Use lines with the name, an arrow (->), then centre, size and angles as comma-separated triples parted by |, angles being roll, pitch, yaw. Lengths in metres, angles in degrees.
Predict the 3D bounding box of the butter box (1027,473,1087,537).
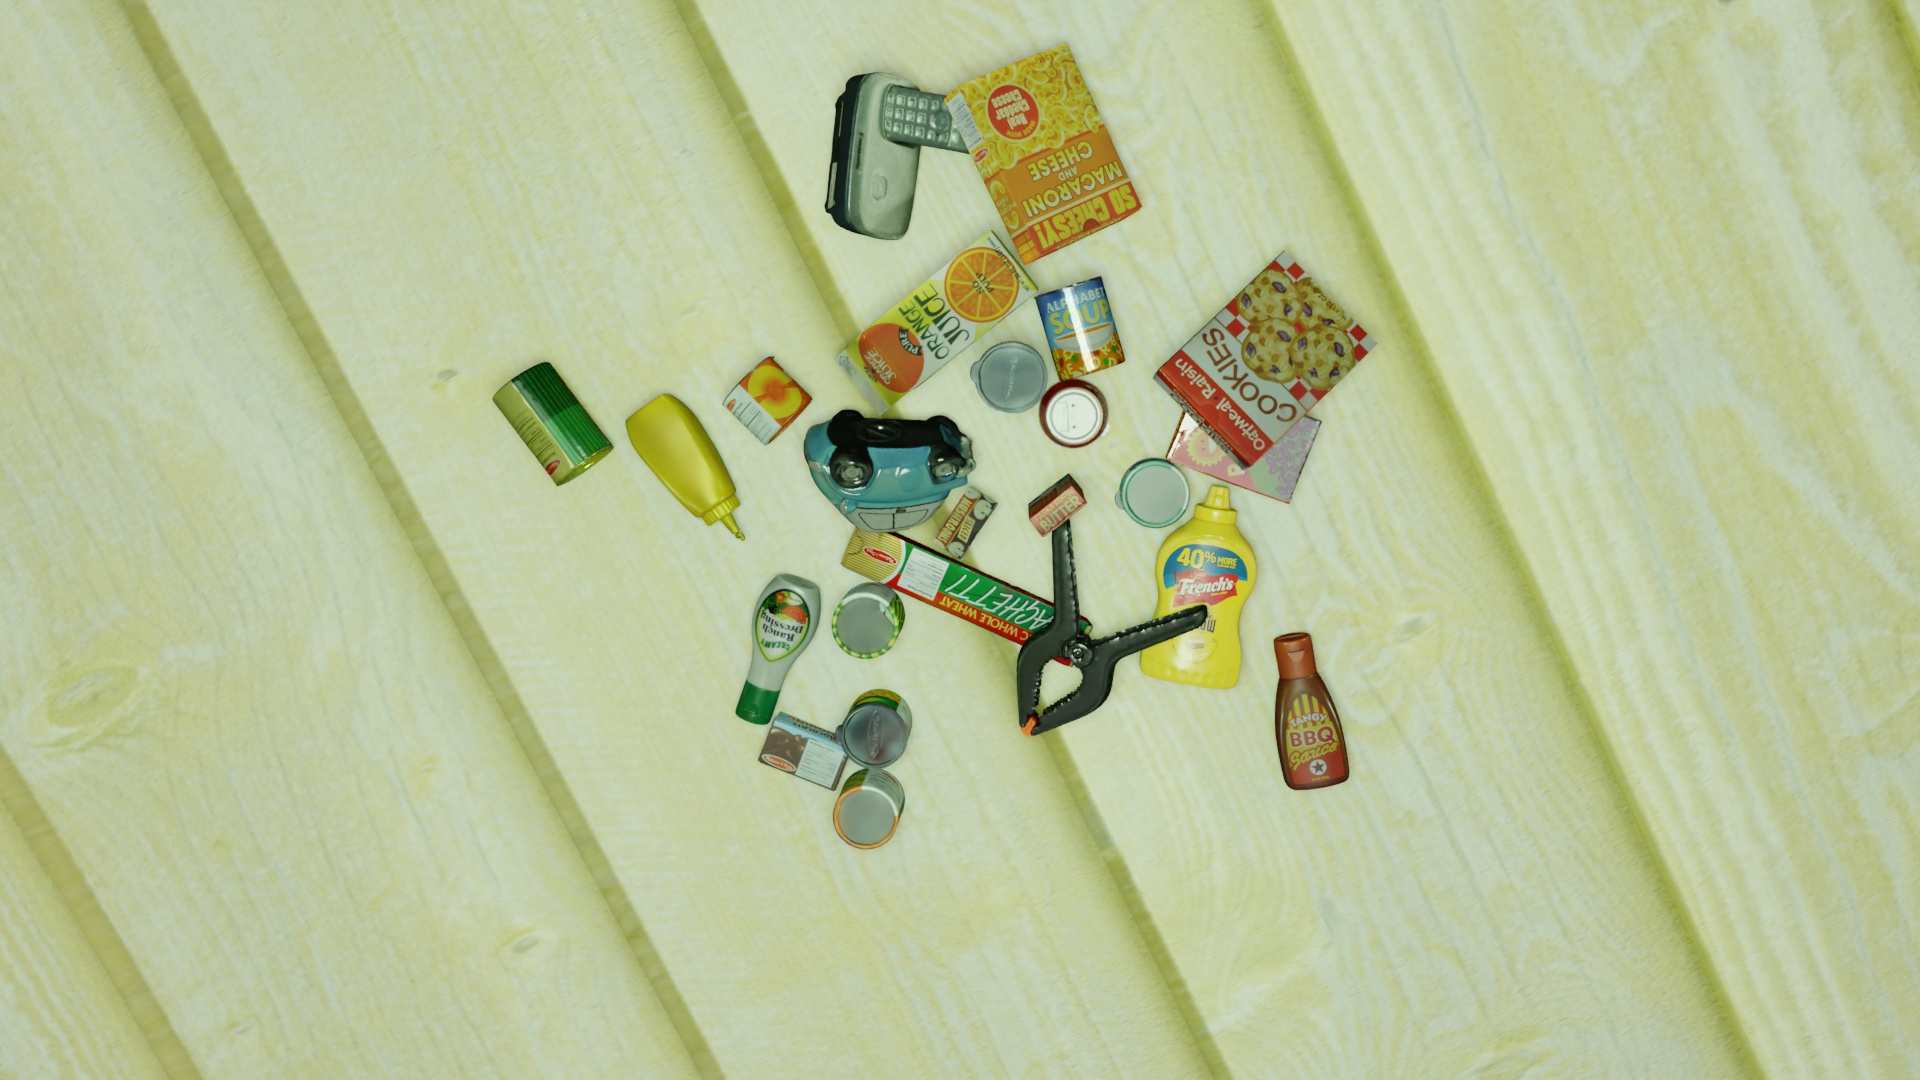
butter box -> 0.090, -0.034, 1.305 | 0.053, 0.103, 0.024 | -38, 95, 7

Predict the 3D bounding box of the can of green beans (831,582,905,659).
can of green beans -> -0.089, 0.078, 1.353 | 0.071, 0.058, 0.071 | 0, 98, 3

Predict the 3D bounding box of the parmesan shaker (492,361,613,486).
parmesan shaker -> -0.391, -0.114, 1.338 | 0.071, 0.071, 0.103 | -35, 94, 7

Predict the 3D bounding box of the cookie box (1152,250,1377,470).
cookie box -> 0.279, -0.165, 1.279 | 0.168, 0.040, 0.123 | -43, 85, -8

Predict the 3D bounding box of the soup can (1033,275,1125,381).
soup can -> 0.112, -0.198, 1.297 | 0.071, 0.071, 0.083 | -17, 97, 5

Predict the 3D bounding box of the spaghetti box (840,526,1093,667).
spaghetti box -> 0.006, 0.051, 1.359 | 0.250, 0.029, 0.050 | 24, 99, 0

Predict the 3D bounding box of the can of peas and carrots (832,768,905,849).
can of peas and carrots -> -0.092, 0.268, 1.379 | 0.071, 0.059, 0.071 | 0, 98, 4

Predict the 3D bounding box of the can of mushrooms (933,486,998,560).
can of mushrooms -> 0.005, -0.017, 1.329 | 0.033, 0.071, 0.071 | 34, 99, 0

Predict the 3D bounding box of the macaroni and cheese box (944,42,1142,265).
macaroni and cheese box -> 0.077, -0.353, 1.268 | 0.124, 0.040, 0.166 | -29, 96, -23

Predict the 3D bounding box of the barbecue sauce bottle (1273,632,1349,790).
barbecue sauce bottle -> 0.334, 0.165, 1.349 | 0.065, 0.044, 0.148 | -11, 97, 6

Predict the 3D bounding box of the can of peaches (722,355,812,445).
can of peaches -> -0.182, -0.134, 1.326 | 0.071, 0.071, 0.058 | -44, 93, 8

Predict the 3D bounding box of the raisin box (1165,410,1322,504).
raisin box -> 0.267, -0.096, 1.320 | 0.123, 0.040, 0.086 | 20, 99, 1

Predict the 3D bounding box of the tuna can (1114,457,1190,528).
tuna can -> 0.184, -0.045, 1.334 | 0.071, 0.033, 0.071 | 0, 98, 3

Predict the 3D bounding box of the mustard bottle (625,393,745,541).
mustard bottle -> -0.258, -0.064, 1.348 | 0.065, 0.049, 0.160 | -33, 96, 7

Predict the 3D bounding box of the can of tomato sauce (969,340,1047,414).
can of tomato sauce -> 0.047, -0.153, 1.301 | 0.071, 0.083, 0.071 | 0, 98, 3

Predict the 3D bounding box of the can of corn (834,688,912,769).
can of corn -> -0.084, 0.185, 1.367 | 0.071, 0.058, 0.071 | 0, 98, 3

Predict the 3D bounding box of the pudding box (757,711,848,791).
pudding box -> -0.154, 0.210, 1.389 | 0.084, 0.030, 0.049 | 21, 100, 0

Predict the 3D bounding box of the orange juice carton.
orange juice carton -> -0.023, -0.203, 1.304 | 0.192, 0.073, 0.072 | -37, 95, 8

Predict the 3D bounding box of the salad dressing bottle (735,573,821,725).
salad dressing bottle -> -0.182, 0.108, 1.370 | 0.064, 0.044, 0.147 | 19, 99, 2

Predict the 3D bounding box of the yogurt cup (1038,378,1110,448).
yogurt cup -> 0.107, -0.119, 1.318 | 0.072, 0.054, 0.072 | 1, 98, 4
